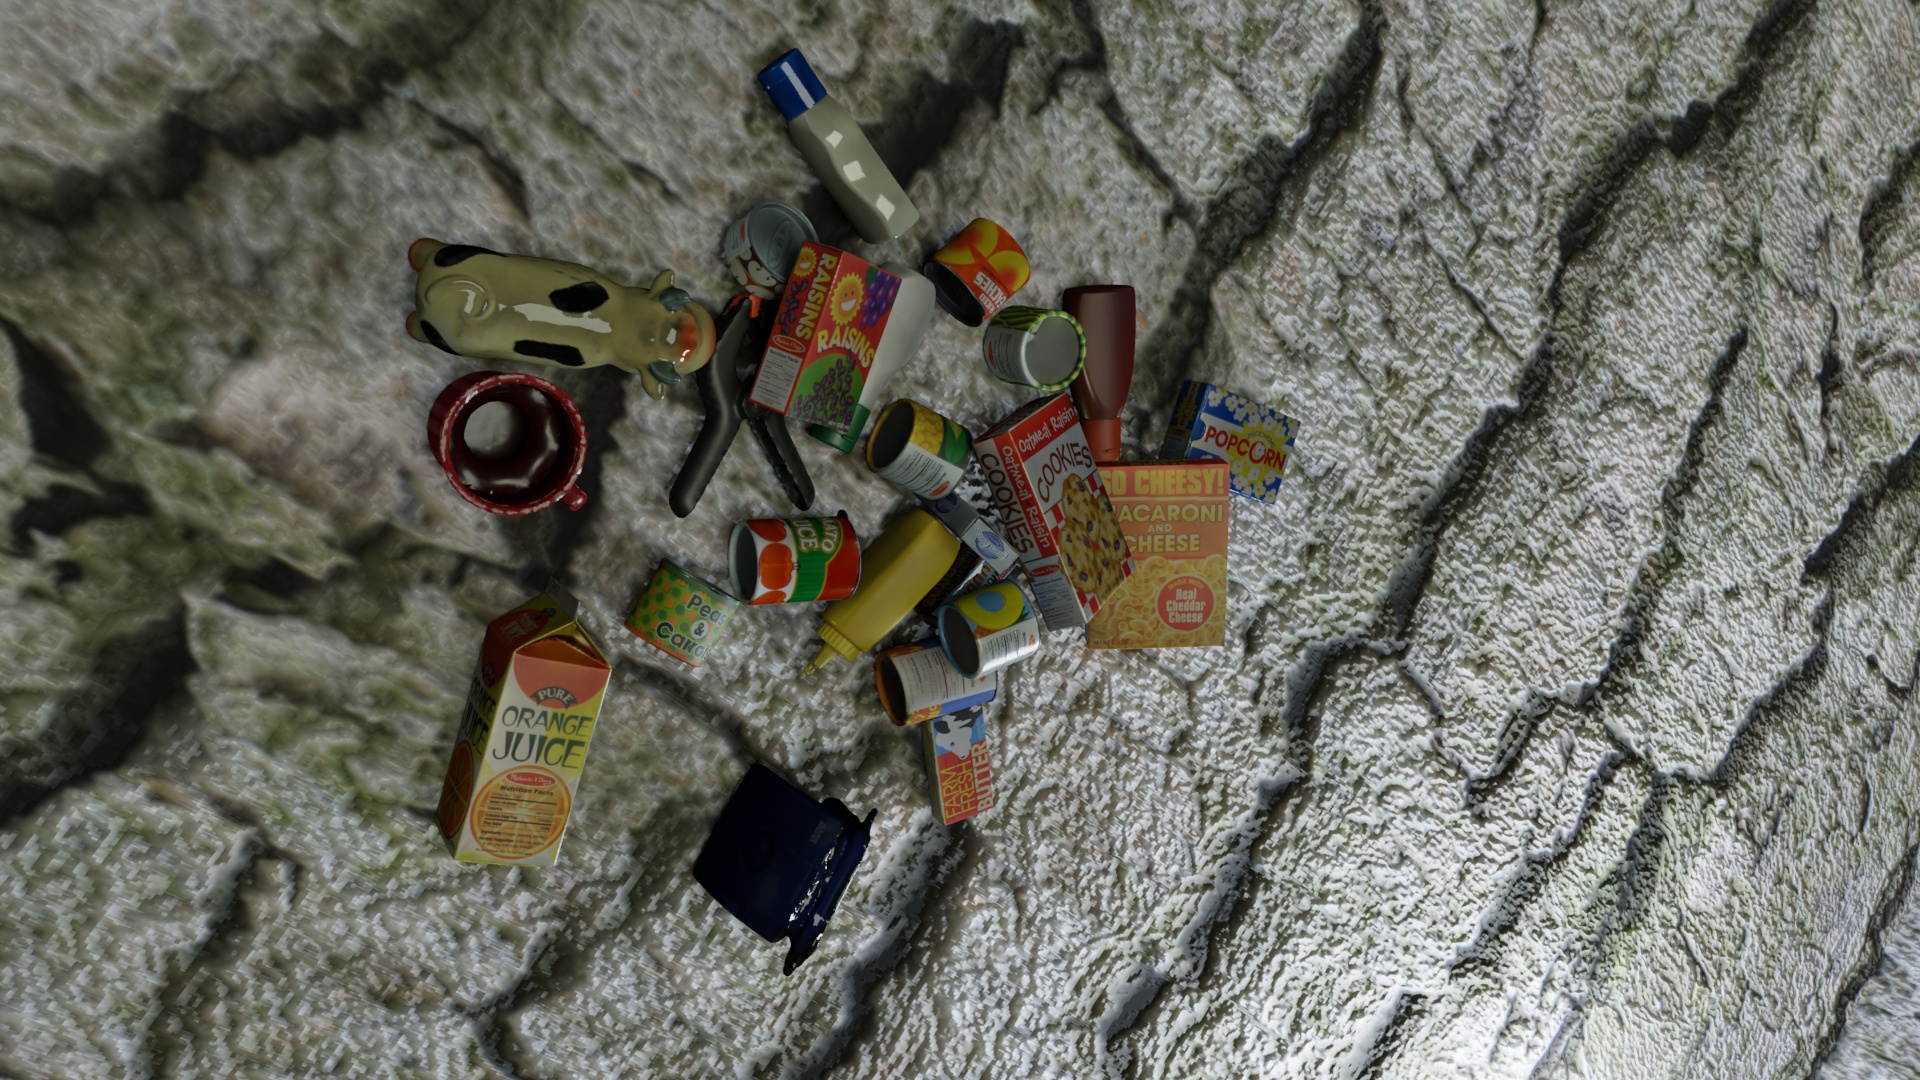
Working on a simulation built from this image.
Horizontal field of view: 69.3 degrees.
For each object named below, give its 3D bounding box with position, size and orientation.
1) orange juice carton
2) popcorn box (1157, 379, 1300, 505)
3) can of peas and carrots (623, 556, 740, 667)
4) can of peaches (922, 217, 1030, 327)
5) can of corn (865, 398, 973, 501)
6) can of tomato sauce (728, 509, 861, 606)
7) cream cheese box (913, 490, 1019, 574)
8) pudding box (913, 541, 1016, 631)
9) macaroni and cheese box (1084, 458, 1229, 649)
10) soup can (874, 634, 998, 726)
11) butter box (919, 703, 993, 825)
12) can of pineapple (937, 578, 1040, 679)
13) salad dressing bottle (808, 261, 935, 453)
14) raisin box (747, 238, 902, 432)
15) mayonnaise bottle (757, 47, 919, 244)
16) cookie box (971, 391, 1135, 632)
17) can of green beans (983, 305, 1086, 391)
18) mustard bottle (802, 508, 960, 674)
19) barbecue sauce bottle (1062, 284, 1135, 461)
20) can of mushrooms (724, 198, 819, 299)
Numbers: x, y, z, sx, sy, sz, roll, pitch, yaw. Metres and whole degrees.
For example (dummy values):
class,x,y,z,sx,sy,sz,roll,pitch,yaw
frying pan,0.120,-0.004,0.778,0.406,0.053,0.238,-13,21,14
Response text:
class,x,y,z,sx,sy,sz,roll,pitch,yaw
orange juice carton,-0.304,0.125,0.978,0.073,0.072,0.192,14,94,-33
popcorn box,0.250,-0.090,1.286,0.127,0.038,0.085,16,94,-33
can of peas and carrots,-0.204,0.054,1.023,0.071,0.071,0.059,34,84,-33
can of peaches,0.015,-0.211,1.094,0.058,0.071,0.071,-44,120,-16
can of corn,-0.034,-0.074,1.102,0.058,0.071,0.071,26,88,-33
can of tomato sauce,-0.127,0.013,1.063,0.083,0.071,0.071,-3,103,-30
cream cheese box,0.004,-0.014,1.114,0.024,0.104,0.053,-47,122,0
pudding box,0.002,0.036,1.158,0.084,0.050,0.030,-48,120,-13
macaroni and cheese box,0.173,0.011,1.233,0.124,0.040,0.166,-1,103,-2
soup can,-0.022,0.113,1.152,0.084,0.071,0.071,-13,108,-25
butter box,-0.003,0.191,1.207,0.053,0.024,0.103,-16,109,-27
can of pineapple,0.021,0.070,1.109,0.058,0.071,0.070,-20,112,-27
salad dressing bottle,-0.070,-0.141,1.076,0.064,0.044,0.147,27,88,-43
raisin box,-0.097,-0.147,1.009,0.086,0.040,0.123,10,102,-62
mayonnaise bottle,-0.091,-0.287,1.018,0.041,0.065,0.147,-43,116,-14
cookie box,0.079,-0.027,1.140,0.123,0.040,0.167,-38,108,-57
can of green beans,0.062,-0.159,1.143,0.071,0.058,0.071,-8,106,-30
mustard bottle,-0.070,0.047,1.111,0.160,0.065,0.048,-49,118,-5
barbecue sauce bottle,0.119,-0.143,1.191,0.065,0.044,0.148,-11,107,-29
can of mushrooms,-0.135,-0.209,1.009,0.071,0.033,0.071,20,61,-41
